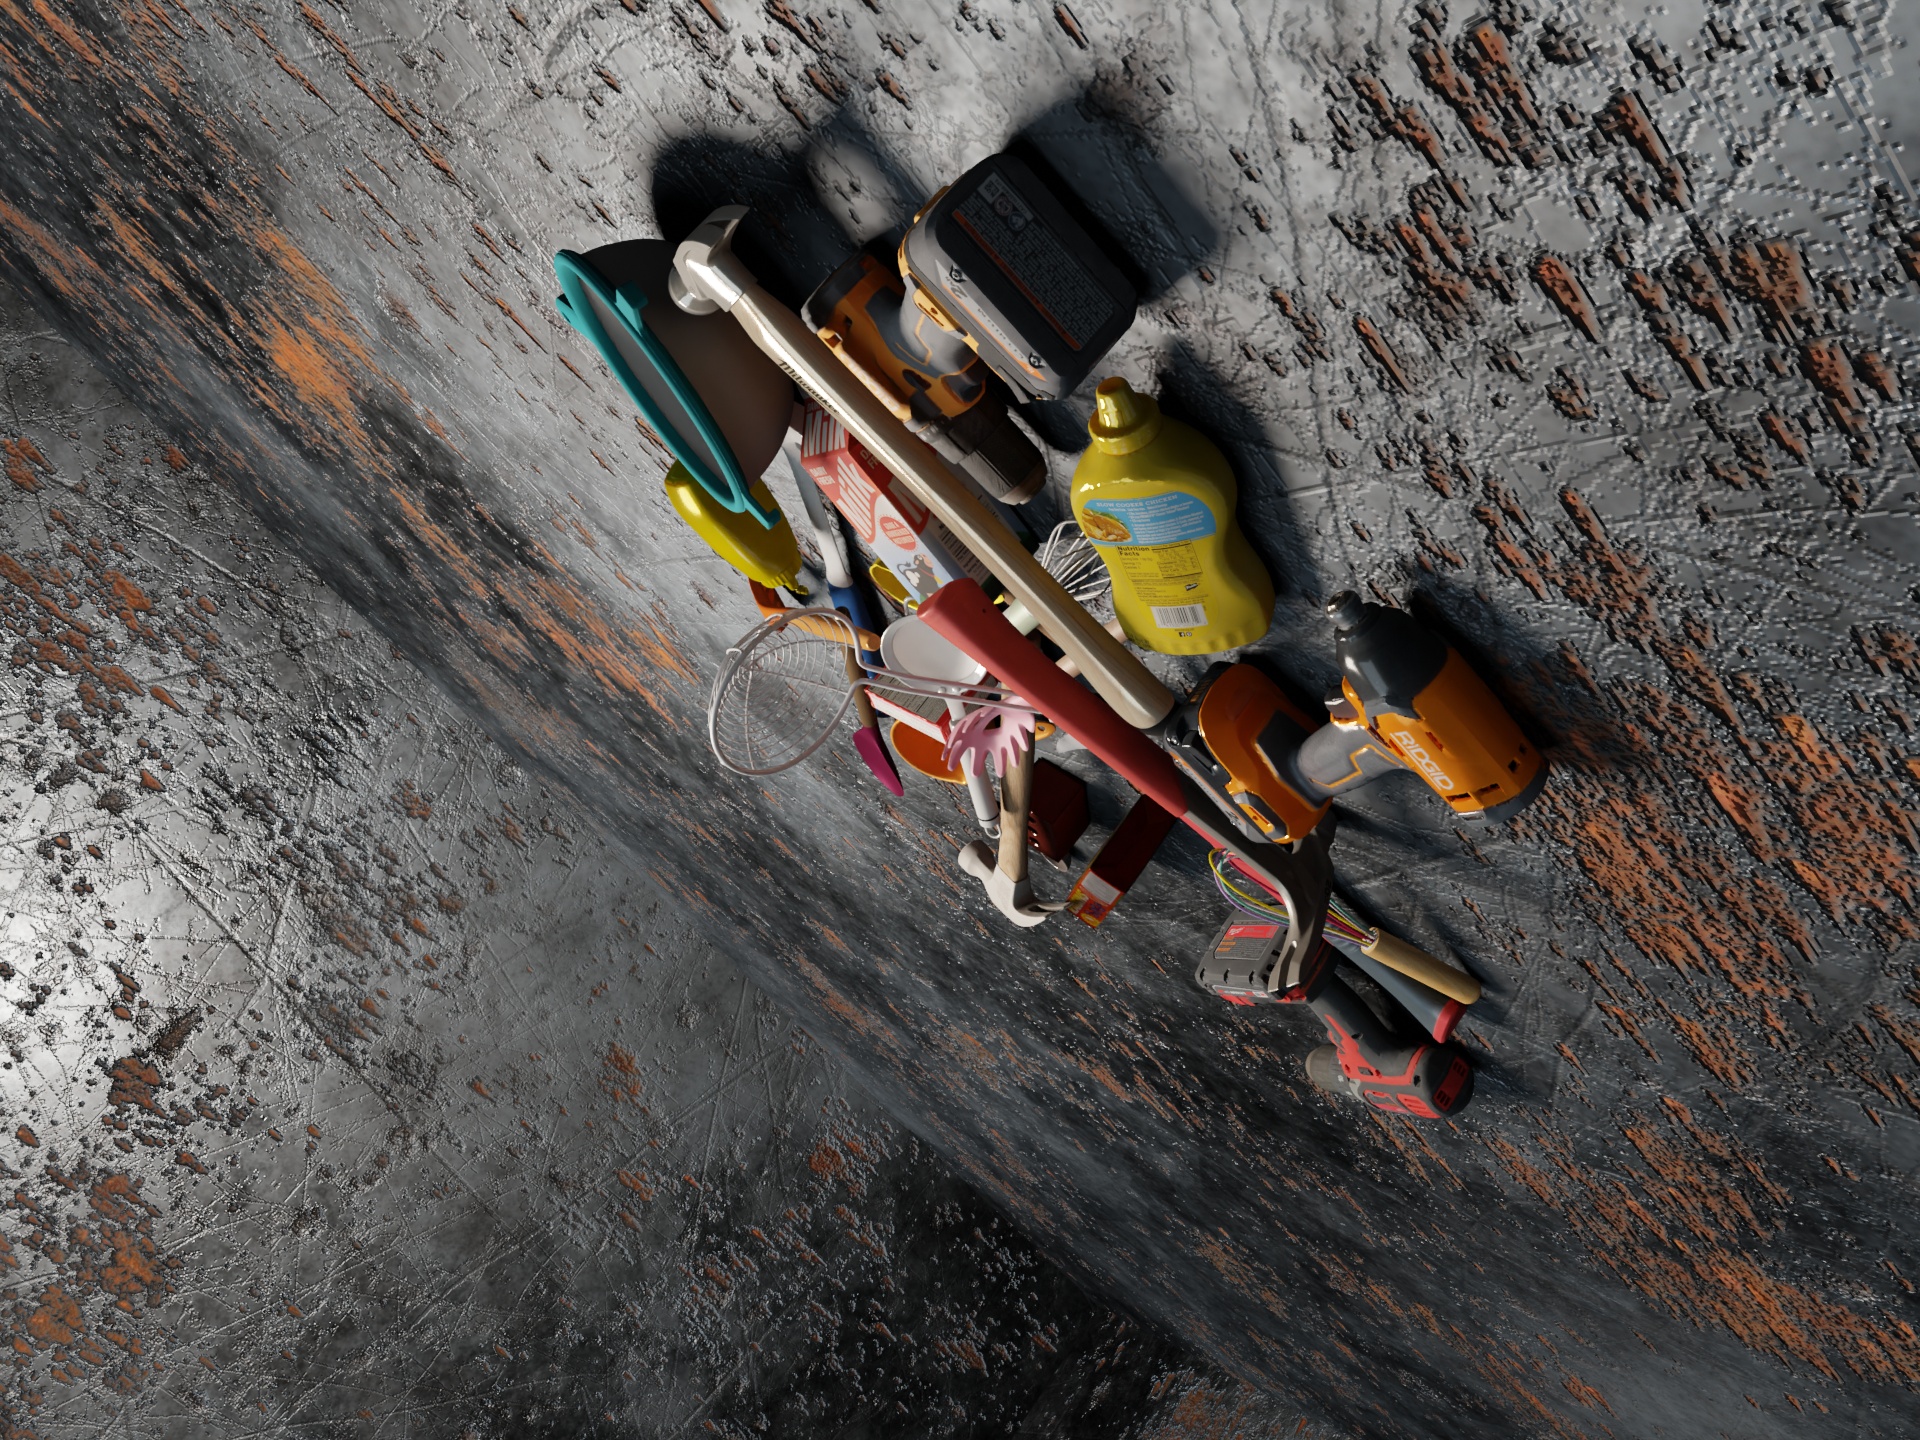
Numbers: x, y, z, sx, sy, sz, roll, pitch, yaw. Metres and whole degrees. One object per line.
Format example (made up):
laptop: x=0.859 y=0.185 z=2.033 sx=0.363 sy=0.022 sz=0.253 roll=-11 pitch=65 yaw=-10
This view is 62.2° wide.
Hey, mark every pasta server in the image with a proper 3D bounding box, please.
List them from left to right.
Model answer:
pasta server: x=0.075 y=-0.029 z=1.150 sx=0.060 sy=0.040 sz=0.316 roll=17 pitch=152 yaw=-22

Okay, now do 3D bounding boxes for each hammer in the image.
hammer: x=-0.100 y=-0.123 z=1.339 sx=0.144 sy=0.035 sz=0.405 roll=29 pitch=157 yaw=25
hammer: x=-0.013 y=-0.142 z=0.967 sx=0.410 sy=0.038 sz=0.146 roll=44 pitch=171 yaw=-14
hammer: x=0.048 y=0.052 z=1.329 sx=0.130 sy=0.031 sz=0.331 roll=44 pitch=149 yaw=35
hammer: x=0.115 y=0.031 z=1.071 sx=0.359 sy=0.149 sz=0.036 roll=37 pitch=141 yaw=-17
hammer: x=0.240 y=0.122 z=1.256 sx=0.386 sy=0.038 sz=0.143 roll=40 pitch=168 yaw=-6

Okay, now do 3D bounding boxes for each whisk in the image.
whisk: x=0.056 y=-0.086 z=1.108 sx=0.059 sy=0.058 sz=0.246 roll=37 pitch=157 yaw=-7
whisk: x=0.288 y=0.152 z=1.187 sx=0.245 sy=0.051 sz=0.047 roll=27 pitch=-179 yaw=-14

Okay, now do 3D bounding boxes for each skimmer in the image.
skimmer: x=0.011 y=-0.003 z=1.091 sx=0.363 sy=0.090 sz=0.127 roll=8 pitch=119 yaw=-11

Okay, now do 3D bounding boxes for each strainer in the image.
strainer: x=-0.210 y=-0.282 z=1.151 sx=0.341 sy=0.095 sz=0.210 roll=42 pitch=167 yaw=51
strainer: x=-0.002 y=-0.004 z=1.285 sx=0.087 sy=0.050 sz=0.258 roll=-5 pitch=125 yaw=17

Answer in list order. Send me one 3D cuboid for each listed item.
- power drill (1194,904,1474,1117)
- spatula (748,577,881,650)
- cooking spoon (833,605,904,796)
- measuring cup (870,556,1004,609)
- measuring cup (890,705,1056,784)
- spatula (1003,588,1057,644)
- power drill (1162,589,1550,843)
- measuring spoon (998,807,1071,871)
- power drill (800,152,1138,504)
power drill: x=0.311 y=0.259 z=1.378 sx=0.226 sy=0.080 sz=0.188 roll=41 pitch=160 yaw=-14
spatula: x=-0.126 y=-0.091 z=1.341 sx=0.081 sy=0.041 sz=0.323 roll=61 pitch=163 yaw=-22
cooking spoon: x=-0.086 y=-0.012 z=1.462 sx=0.069 sy=0.017 sz=0.318 roll=41 pitch=162 yaw=24
measuring cup: x=-0.011 y=-0.109 z=1.221 sx=0.157 sy=0.029 sz=0.062 roll=11 pitch=153 yaw=52
measuring cup: x=0.020 y=0.002 z=1.386 sx=0.173 sy=0.052 sz=0.095 roll=-11 pitch=131 yaw=39
spatula: x=0.107 y=-0.039 z=1.189 sx=0.316 sy=0.018 sz=0.059 roll=39 pitch=163 yaw=-1
power drill: x=0.228 y=-0.001 z=0.985 sx=0.164 sy=0.084 sz=0.226 roll=46 pitch=154 yaw=-15
measuring spoon: x=0.063 y=0.104 z=1.564 sx=0.124 sy=0.018 sz=0.034 roll=38 pitch=160 yaw=23
power drill: x=0.013 y=-0.210 z=0.918 sx=0.185 sy=0.084 sz=0.226 roll=45 pitch=163 yaw=-15
